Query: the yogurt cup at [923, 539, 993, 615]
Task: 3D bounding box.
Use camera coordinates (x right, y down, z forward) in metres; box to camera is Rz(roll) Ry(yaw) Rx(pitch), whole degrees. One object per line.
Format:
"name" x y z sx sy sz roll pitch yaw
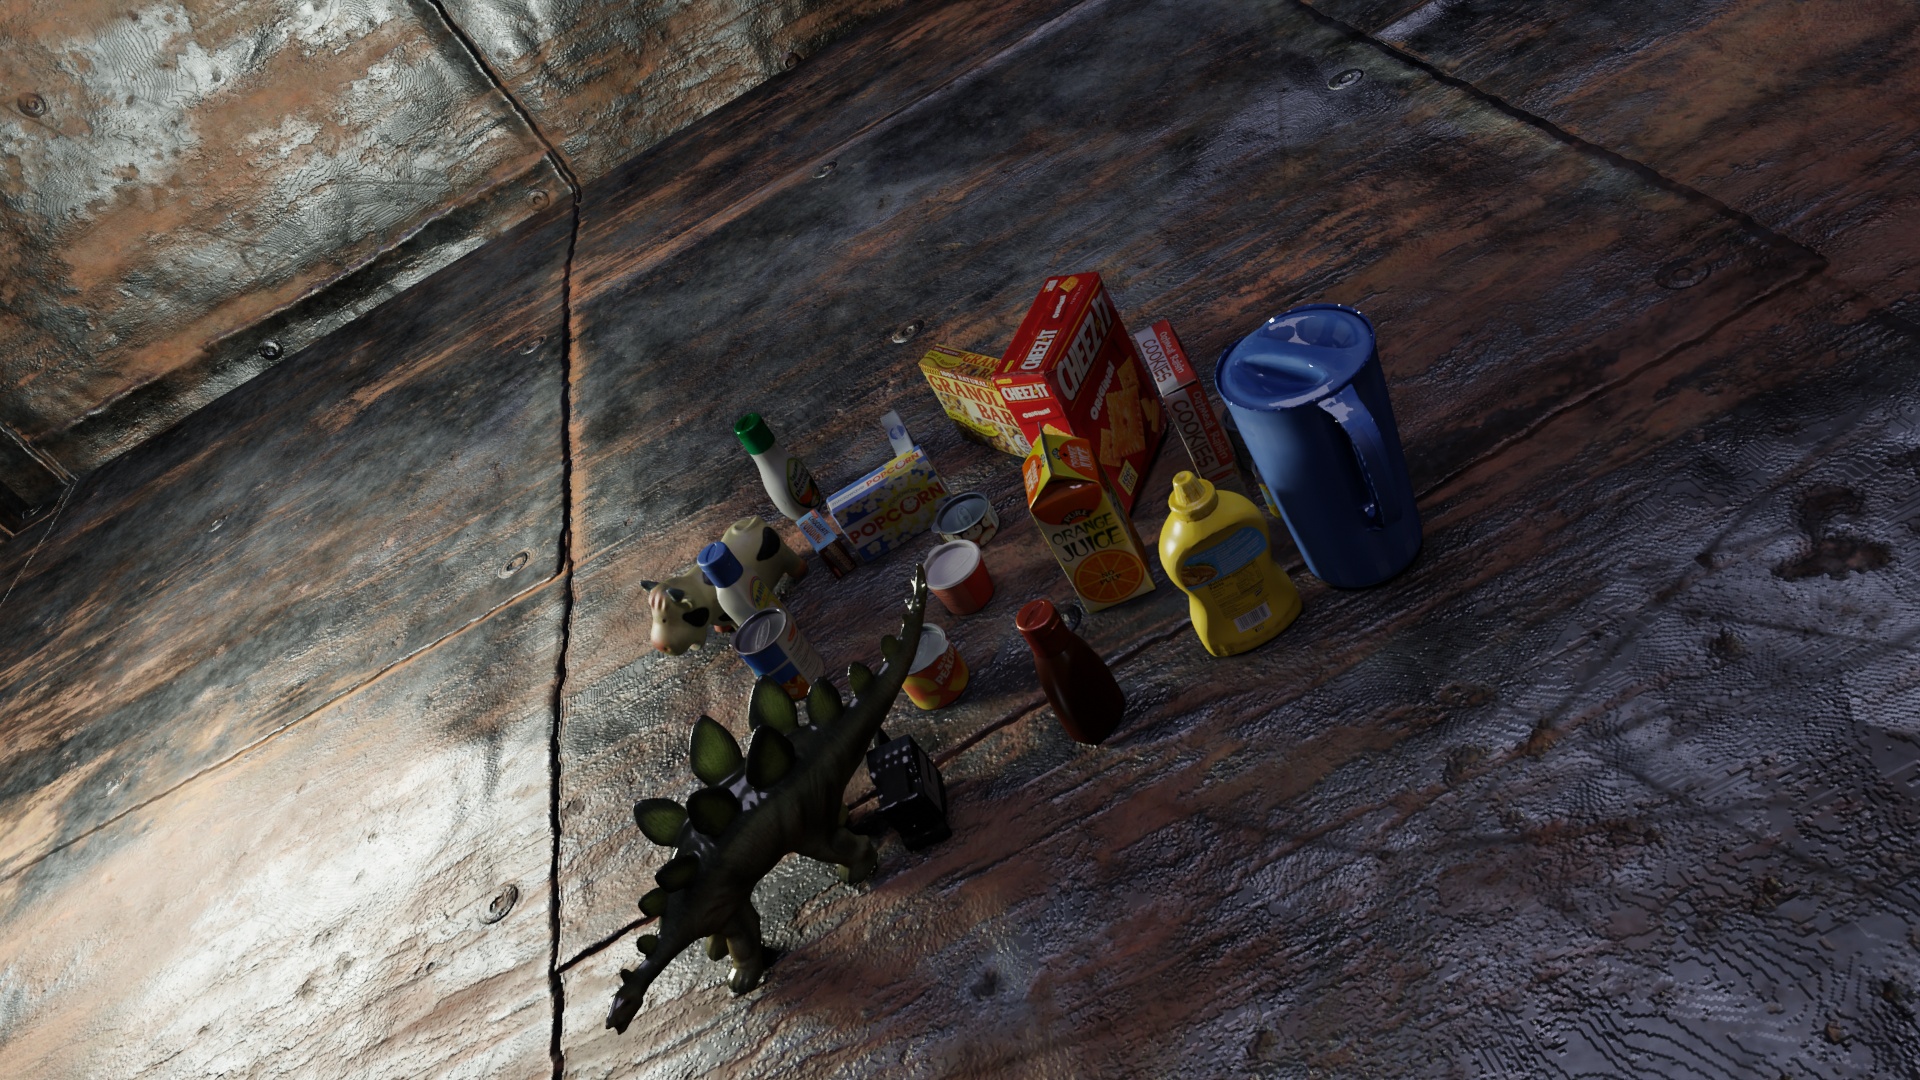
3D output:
"yogurt cup" 0.000 0.041 1.459 0.072 0.053 0.073 -20 38 16

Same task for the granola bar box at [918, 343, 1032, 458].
"granola bar box" 0.039 -0.158 1.604 0.039 0.123 0.166 -46 39 -19

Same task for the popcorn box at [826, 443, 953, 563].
"popcorn box" -0.078 -0.041 1.584 0.127 0.085 0.038 -30 36 2

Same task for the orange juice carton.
"orange juice carton" 0.116 -0.026 1.336 0.073 0.192 0.072 -22 37 13

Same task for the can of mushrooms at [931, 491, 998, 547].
"can of mushrooms" 0.006 -0.019 1.543 0.071 0.033 0.071 -20 38 16

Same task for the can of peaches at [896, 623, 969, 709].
"can of peaches" -0.030 0.126 1.379 0.071 0.058 0.071 -20 38 16

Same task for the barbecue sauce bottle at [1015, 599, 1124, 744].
"barbecue sauce bottle" 0.095 0.113 1.227 0.043 0.148 0.065 9 52 42

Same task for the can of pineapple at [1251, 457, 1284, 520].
"can of pineapple" 0.320 -0.060 1.342 0.071 0.057 0.071 -20 38 16

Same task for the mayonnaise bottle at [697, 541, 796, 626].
"mayonnaise bottle" -0.234 0.064 1.522 0.041 0.147 0.065 -16 39 21

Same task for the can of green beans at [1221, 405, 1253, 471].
"can of green beans" 0.306 -0.112 1.413 0.071 0.057 0.071 -20 38 16

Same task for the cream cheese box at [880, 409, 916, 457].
"cream cheese box" -0.066 -0.111 1.685 0.024 0.053 0.104 -30 36 3

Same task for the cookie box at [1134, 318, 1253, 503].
"cookie box" 0.233 -0.123 1.386 0.040 0.166 0.123 -25 37 10

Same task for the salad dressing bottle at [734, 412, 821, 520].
"salad dressing bottle" -0.223 -0.090 1.694 0.044 0.147 0.064 -9 42 29

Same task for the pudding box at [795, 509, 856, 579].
"pudding box" -0.157 0.003 1.620 0.030 0.049 0.084 -36 36 -5

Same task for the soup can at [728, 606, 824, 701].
"soup can" -0.195 0.123 1.480 0.071 0.083 0.072 -20 38 16
